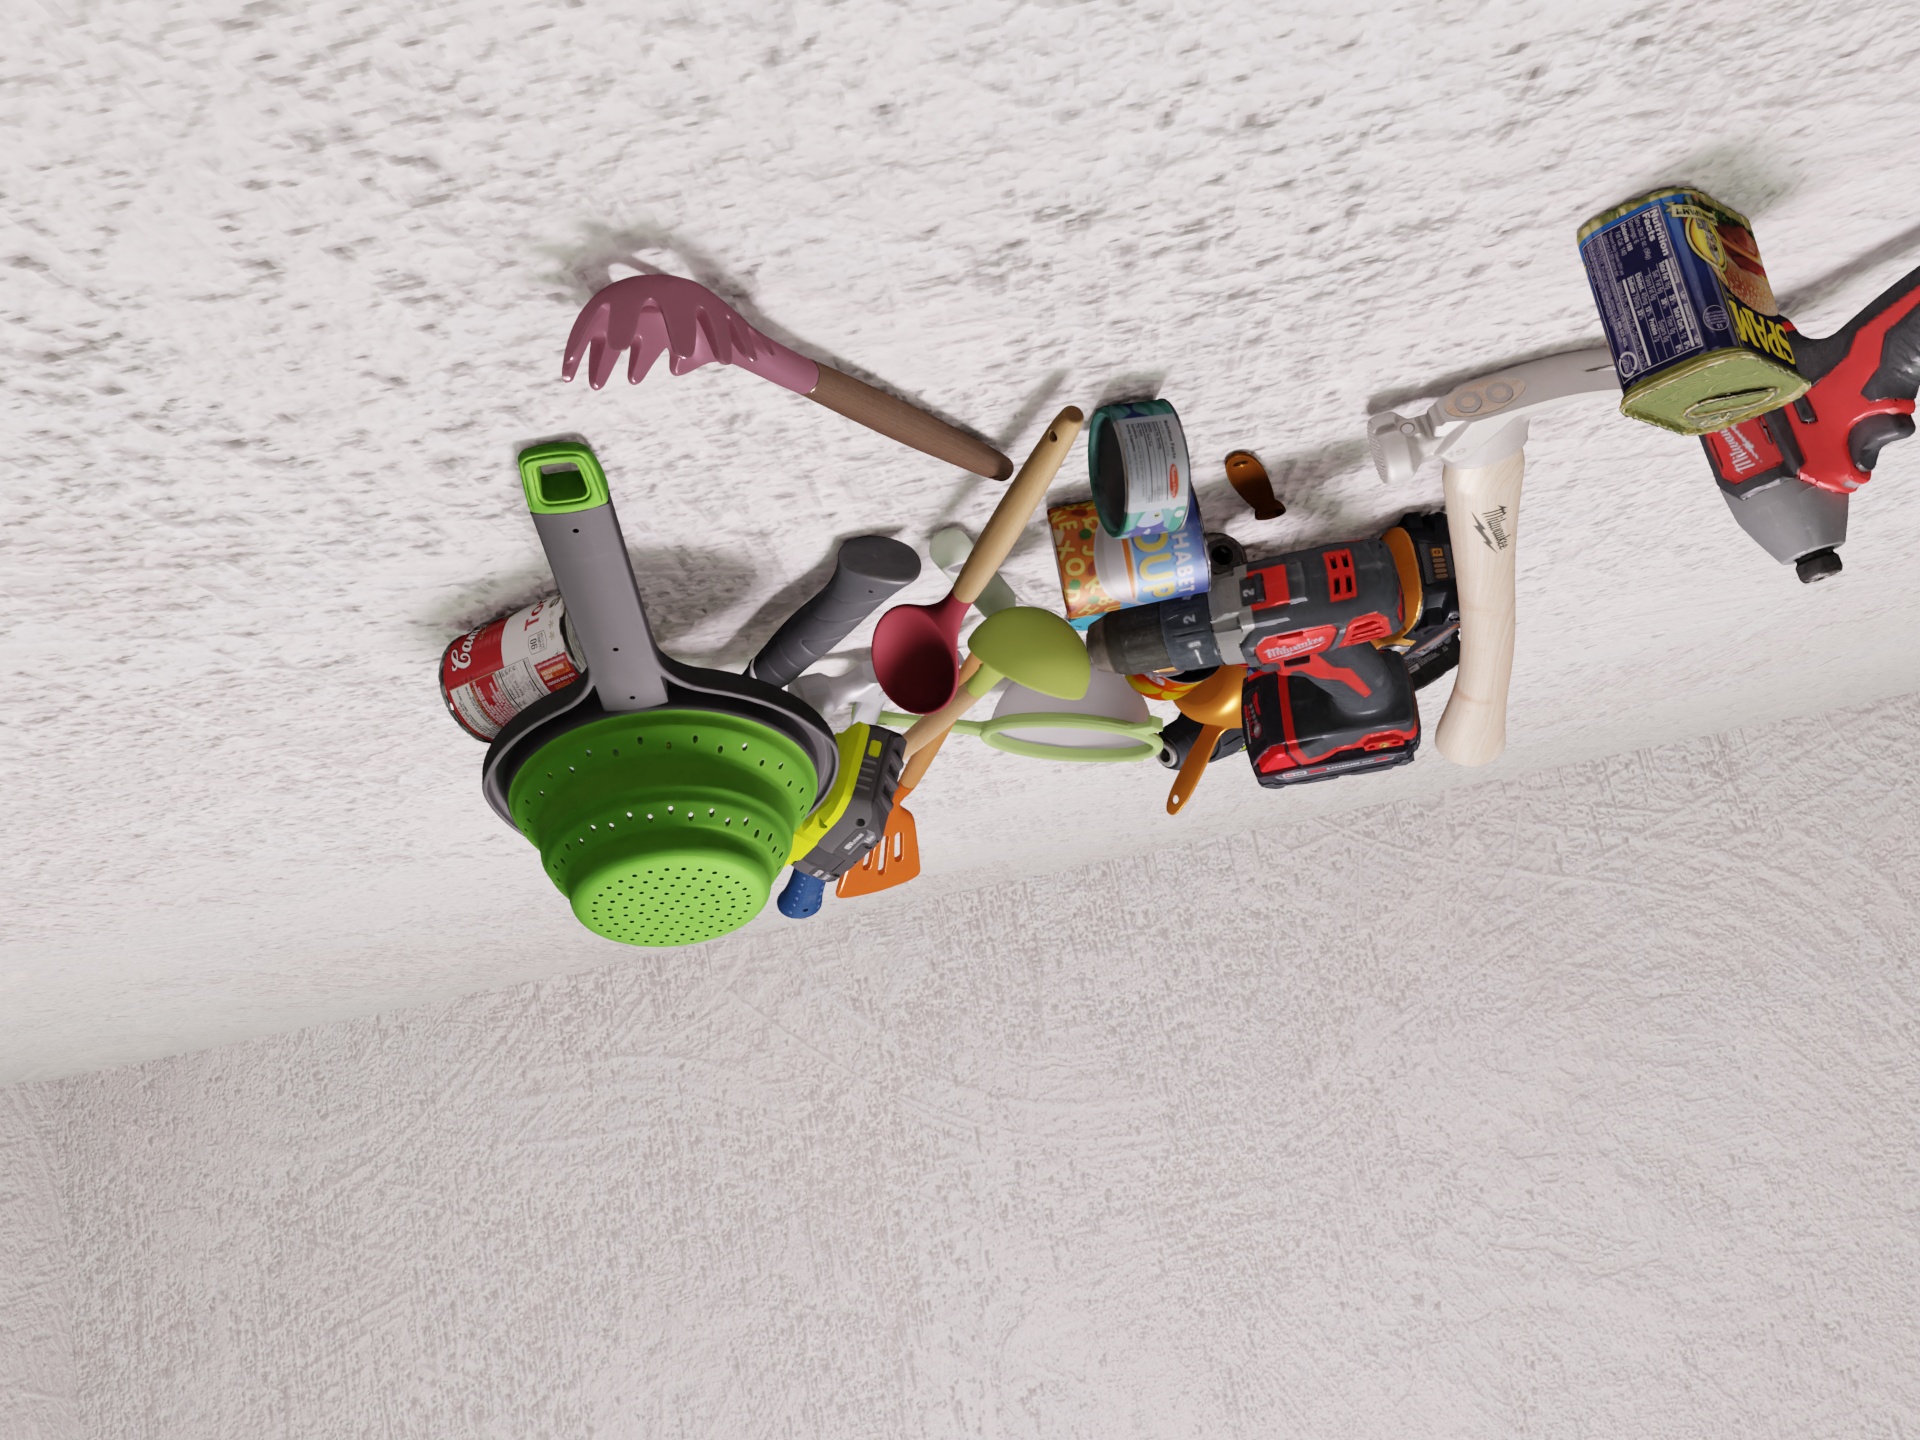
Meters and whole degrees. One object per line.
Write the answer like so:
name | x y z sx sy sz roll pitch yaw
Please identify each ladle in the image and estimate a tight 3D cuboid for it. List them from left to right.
ladle | -0.002 -0.003 1.069 0.078 0.062 0.320 20 157 -15
ladle | 0.008 -0.083 0.870 0.031 0.069 0.315 -33 171 -26

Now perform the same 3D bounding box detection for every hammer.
hammer | -0.132 -0.021 1.056 0.149 0.036 0.409 23 150 -21
hammer | -0.097 0.065 1.309 0.144 0.035 0.405 -15 154 -23
hammer | 0.342 -0.078 1.005 0.146 0.038 0.410 -16 149 8

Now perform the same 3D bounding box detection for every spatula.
spatula | -0.029 0.042 1.232 0.081 0.041 0.322 -12 152 -28

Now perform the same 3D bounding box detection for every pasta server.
pasta server | -0.052 -0.132 0.679 0.060 0.040 0.316 -4 174 28

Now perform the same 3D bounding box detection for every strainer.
strainer | 0.040 -0.016 1.308 0.256 0.069 0.151 6 168 2

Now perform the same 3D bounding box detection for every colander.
colander | -0.168 0.020 0.836 0.204 0.095 0.396 -8 146 -4

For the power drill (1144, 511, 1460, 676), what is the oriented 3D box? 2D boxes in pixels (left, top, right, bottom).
power drill | 0.231 -0.088 1.081 0.226 0.084 0.185 -6 166 -7

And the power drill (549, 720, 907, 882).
power drill | -0.157 0.019 1.026 0.223 0.080 0.171 22 150 -16

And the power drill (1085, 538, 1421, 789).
power drill | 0.196 -0.032 1.016 0.188 0.080 0.226 -11 154 19

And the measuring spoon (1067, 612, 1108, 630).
measuring spoon | 0.092 -0.081 1.135 0.042 0.021 0.128 7 176 -5

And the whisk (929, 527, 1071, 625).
whisk | 0.026 -0.074 1.021 0.058 0.059 0.246 -20 162 12

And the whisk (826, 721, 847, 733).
whisk | -0.142 0.016 1.270 0.070 0.070 0.284 -14 164 12

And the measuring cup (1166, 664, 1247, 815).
measuring cup | 0.188 -0.002 1.265 0.052 0.173 0.095 8 -159 -43

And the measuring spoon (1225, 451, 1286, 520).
measuring spoon | 0.174 -0.140 0.940 0.021 0.011 0.116 -14 165 18

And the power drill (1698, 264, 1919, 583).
power drill | 0.472 -0.166 0.778 0.078 0.143 0.219 -6 165 -37

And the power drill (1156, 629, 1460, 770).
power drill | 0.281 -0.028 1.320 0.190 0.080 0.228 -26 179 -36
